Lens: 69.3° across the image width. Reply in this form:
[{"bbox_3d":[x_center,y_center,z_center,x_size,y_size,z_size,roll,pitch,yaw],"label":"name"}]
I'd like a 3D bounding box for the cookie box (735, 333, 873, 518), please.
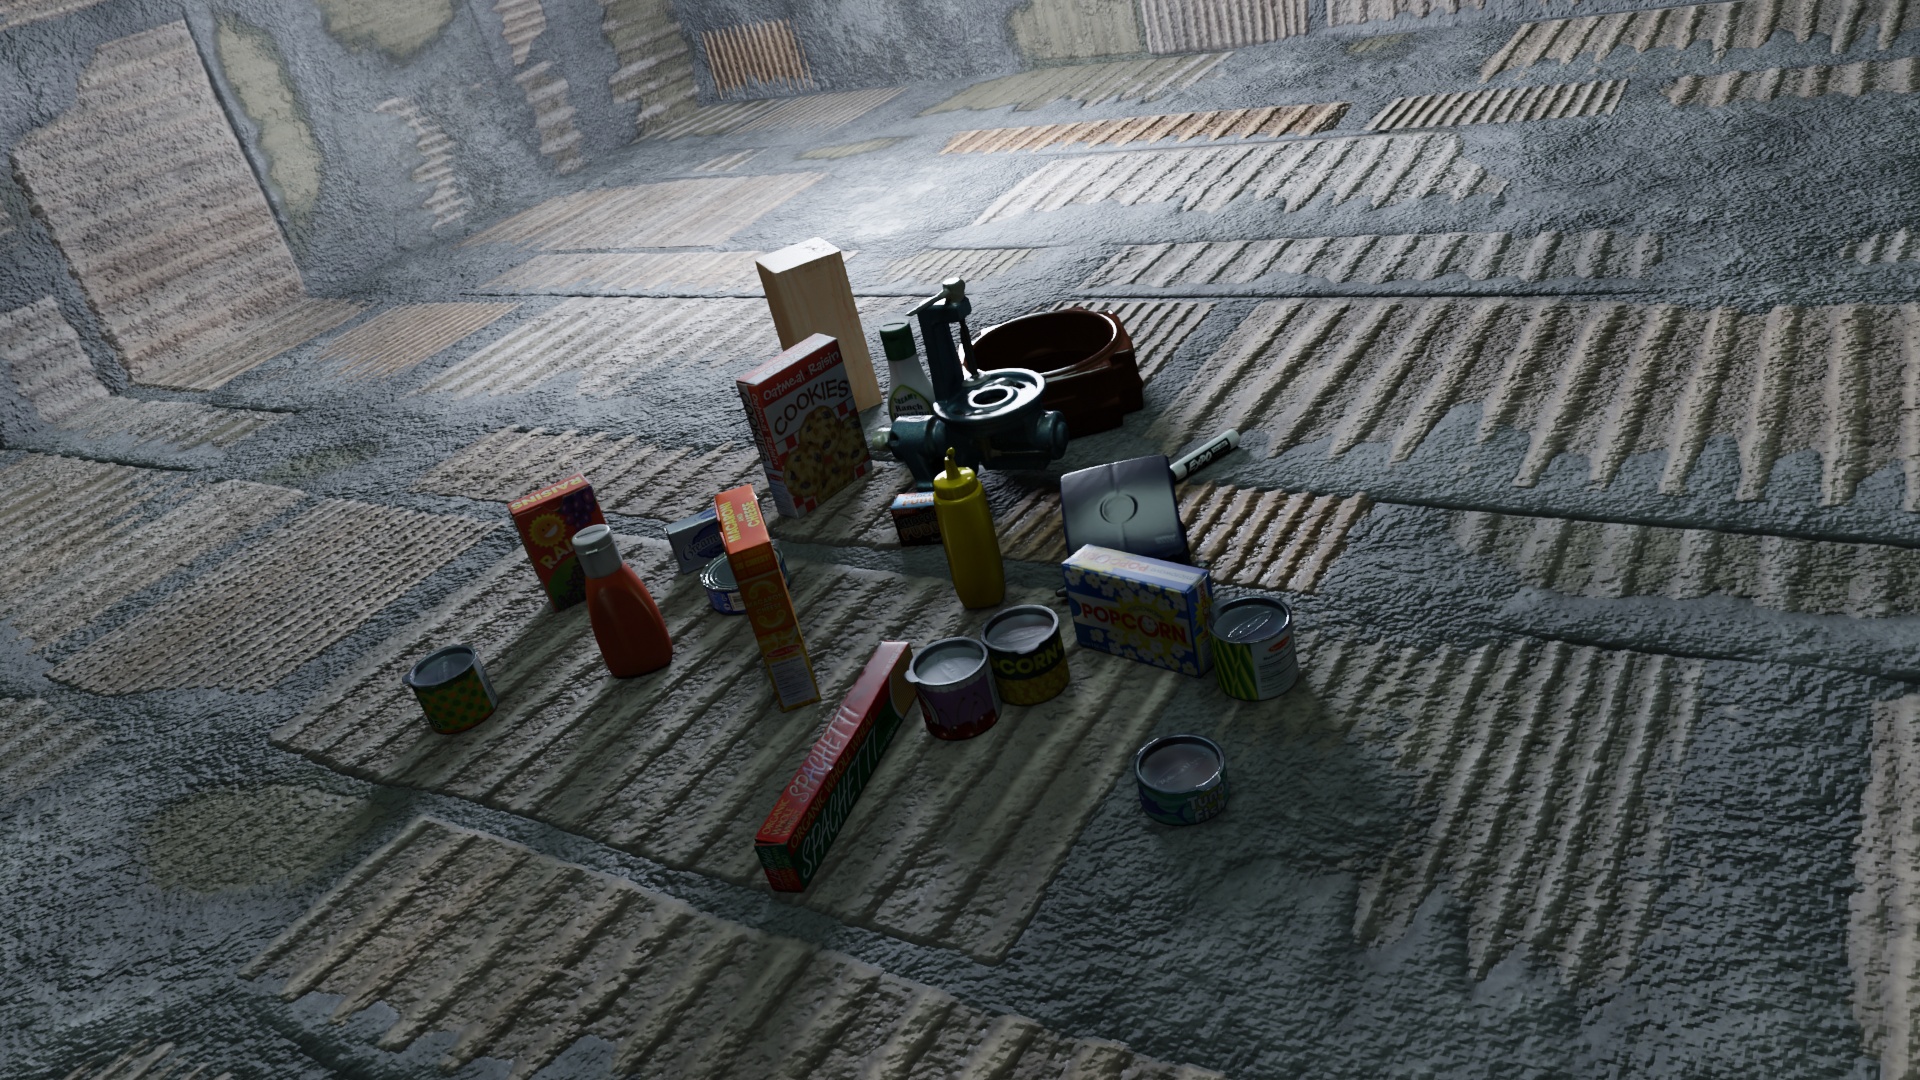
[{"bbox_3d":[-0.172,-0.128,1.545,0.040,0.166,0.123,14,40,41],"label":"cookie box"}]

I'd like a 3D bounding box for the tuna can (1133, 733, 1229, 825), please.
[{"bbox_3d":[0.162,0.174,1.005,0.071,0.032,0.071,-11,29,6],"label":"tuna can"}]

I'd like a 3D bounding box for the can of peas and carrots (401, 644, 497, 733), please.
[{"bbox_3d":[-0.485,0.143,1.321,0.071,0.058,0.071,-11,29,6],"label":"can of peas and carrots"}]

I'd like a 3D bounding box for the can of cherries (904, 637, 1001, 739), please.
[{"bbox_3d":[-0.006,0.122,1.144,0.071,0.058,0.072,-11,29,6],"label":"can of cherries"}]

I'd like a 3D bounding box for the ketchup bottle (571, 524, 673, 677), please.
[{"bbox_3d":[-0.322,0.057,1.307,0.065,0.148,0.044,-15,29,-1],"label":"ketchup bottle"}]

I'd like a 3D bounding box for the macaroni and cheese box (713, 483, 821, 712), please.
[{"bbox_3d":[-0.173,0.050,1.233,0.040,0.165,0.124,-18,29,-7],"label":"macaroni and cheese box"}]

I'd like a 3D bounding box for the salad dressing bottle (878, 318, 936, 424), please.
[{"bbox_3d":[-0.060,-0.183,1.612,0.064,0.147,0.044,-3,31,20],"label":"salad dressing bottle"}]

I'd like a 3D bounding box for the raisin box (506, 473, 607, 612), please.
[{"bbox_3d":[-0.415,0.003,1.469,0.086,0.122,0.040,-25,31,-19],"label":"raisin box"}]

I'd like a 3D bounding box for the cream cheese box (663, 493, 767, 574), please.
[{"bbox_3d":[-0.260,-0.008,1.490,0.104,0.053,0.024,-22,30,-14],"label":"cream cheese box"}]

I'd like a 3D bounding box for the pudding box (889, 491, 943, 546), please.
[{"bbox_3d":[-0.024,-0.024,1.418,0.083,0.049,0.030,-4,30,17],"label":"pudding box"}]

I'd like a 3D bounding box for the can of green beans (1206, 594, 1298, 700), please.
[{"bbox_3d":[0.233,0.085,1.104,0.071,0.057,0.071,-11,29,6],"label":"can of green beans"}]

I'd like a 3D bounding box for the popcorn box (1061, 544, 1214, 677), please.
[{"bbox_3d":[0.151,0.057,1.160,0.127,0.085,0.038,13,39,40],"label":"popcorn box"}]

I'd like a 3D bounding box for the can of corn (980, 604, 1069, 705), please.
[{"bbox_3d":[0.055,0.097,1.161,0.071,0.058,0.071,-11,29,6],"label":"can of corn"}]

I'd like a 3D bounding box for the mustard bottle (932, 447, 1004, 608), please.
[{"bbox_3d":[0.005,-0.016,1.277,0.049,0.159,0.065,-10,29,7],"label":"mustard bottle"}]

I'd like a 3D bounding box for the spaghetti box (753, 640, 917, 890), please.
[{"bbox_3d":[-0.092,0.172,1.103,0.028,0.050,0.251,-1,32,23],"label":"spaghetti box"}]
